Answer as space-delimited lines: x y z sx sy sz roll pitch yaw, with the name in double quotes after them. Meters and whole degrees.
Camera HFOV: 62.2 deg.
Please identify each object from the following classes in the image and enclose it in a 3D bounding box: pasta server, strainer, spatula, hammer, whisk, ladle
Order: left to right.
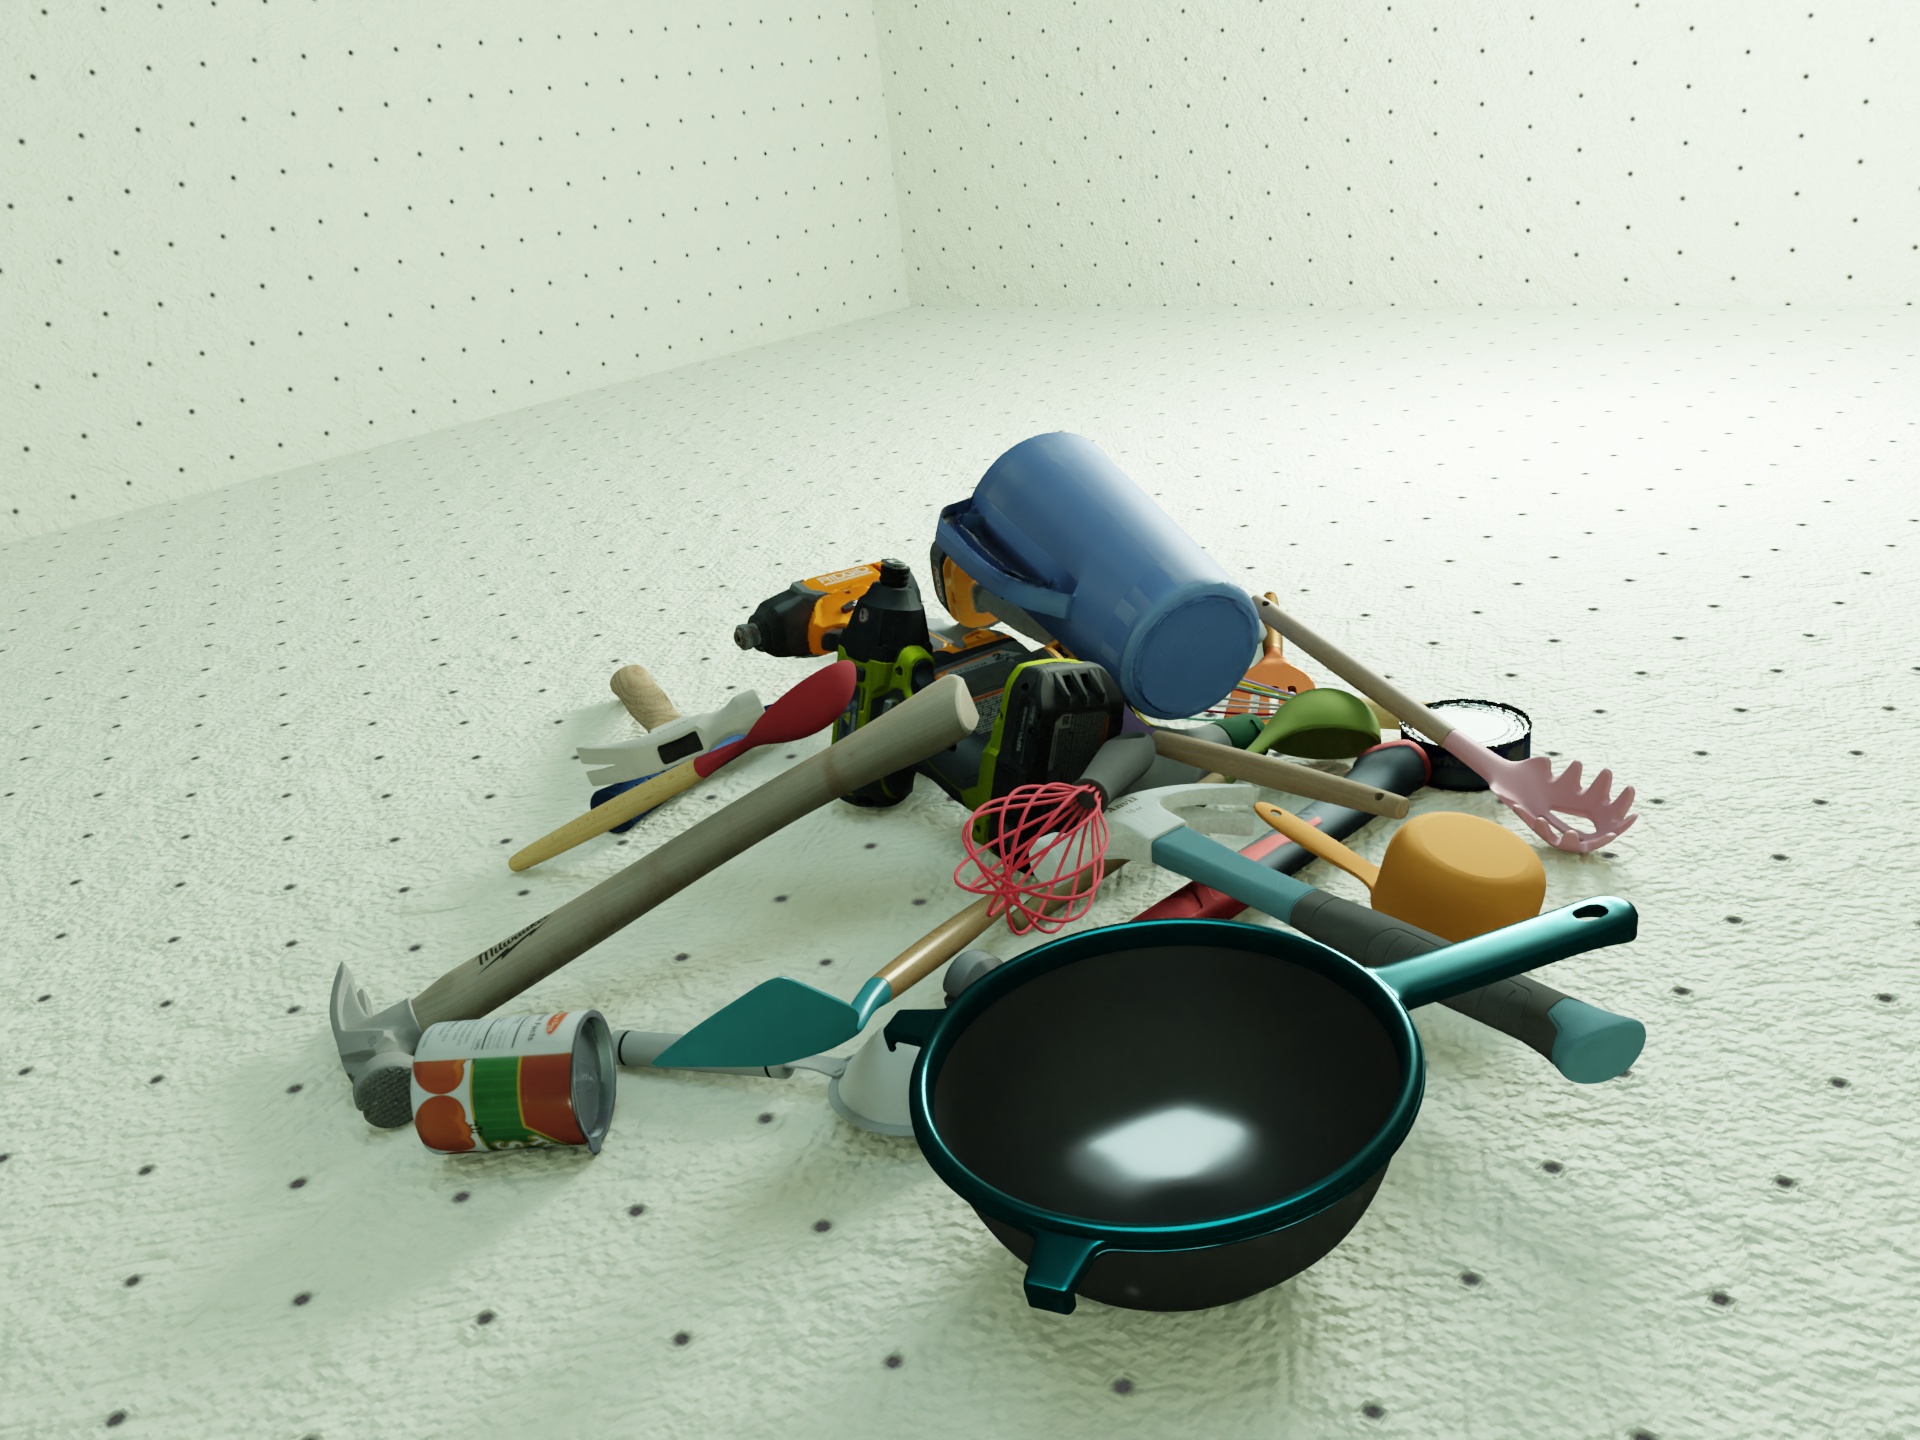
-0.245 -0.008 1.253 0.130 0.031 0.331 -23 16 -13 "hammer"
-0.172 0.082 0.934 0.410 0.038 0.146 -31 28 -16 "hammer"
-0.187 0.039 1.026 0.315 0.031 0.069 -26 -8 29 "ladle"
-0.143 -0.010 1.290 0.144 0.035 0.405 9 27 34 "hammer"
-0.086 0.174 0.816 0.258 0.050 0.087 -1 18 23 "strainer"
-0.036 0.122 0.822 0.082 0.044 0.317 -37 -6 24 "spatula"
0.065 0.048 0.859 0.073 0.073 0.296 1 13 19 "whisk"
0.139 0.020 0.988 0.316 0.018 0.060 16 65 47 "spatula"
0.155 0.062 1.024 0.320 0.062 0.078 -30 2 -31 "ladle"
0.175 0.098 0.925 0.386 0.038 0.143 -25 30 -38 "hammer"
0.254 -0.052 1.294 0.081 0.041 0.323 0 19 11 "spatula"
0.148 0.161 0.690 0.340 0.095 0.211 -15 25 -15 "strainer"
0.246 -0.012 1.146 0.245 0.051 0.047 4 39 8 "whisk"
0.189 0.103 0.824 0.128 0.033 0.331 -23 30 -32 "hammer"
0.300 -0.008 1.039 0.060 0.040 0.317 -32 48 -19 "pasta server"

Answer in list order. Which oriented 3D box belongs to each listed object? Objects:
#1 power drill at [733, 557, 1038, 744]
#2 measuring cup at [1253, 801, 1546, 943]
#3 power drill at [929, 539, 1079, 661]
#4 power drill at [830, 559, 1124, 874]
-0.063 -0.050 1.246 0.164 0.084 0.227 -19 38 -33 "power drill"
0.243 0.070 0.891 0.174 0.052 0.095 31 37 30 "measuring cup"
0.098 -0.100 1.315 0.185 0.084 0.226 -25 42 -17 "power drill"
-0.002 -0.003 1.055 0.080 0.171 0.223 -7 21 -41 "power drill"
